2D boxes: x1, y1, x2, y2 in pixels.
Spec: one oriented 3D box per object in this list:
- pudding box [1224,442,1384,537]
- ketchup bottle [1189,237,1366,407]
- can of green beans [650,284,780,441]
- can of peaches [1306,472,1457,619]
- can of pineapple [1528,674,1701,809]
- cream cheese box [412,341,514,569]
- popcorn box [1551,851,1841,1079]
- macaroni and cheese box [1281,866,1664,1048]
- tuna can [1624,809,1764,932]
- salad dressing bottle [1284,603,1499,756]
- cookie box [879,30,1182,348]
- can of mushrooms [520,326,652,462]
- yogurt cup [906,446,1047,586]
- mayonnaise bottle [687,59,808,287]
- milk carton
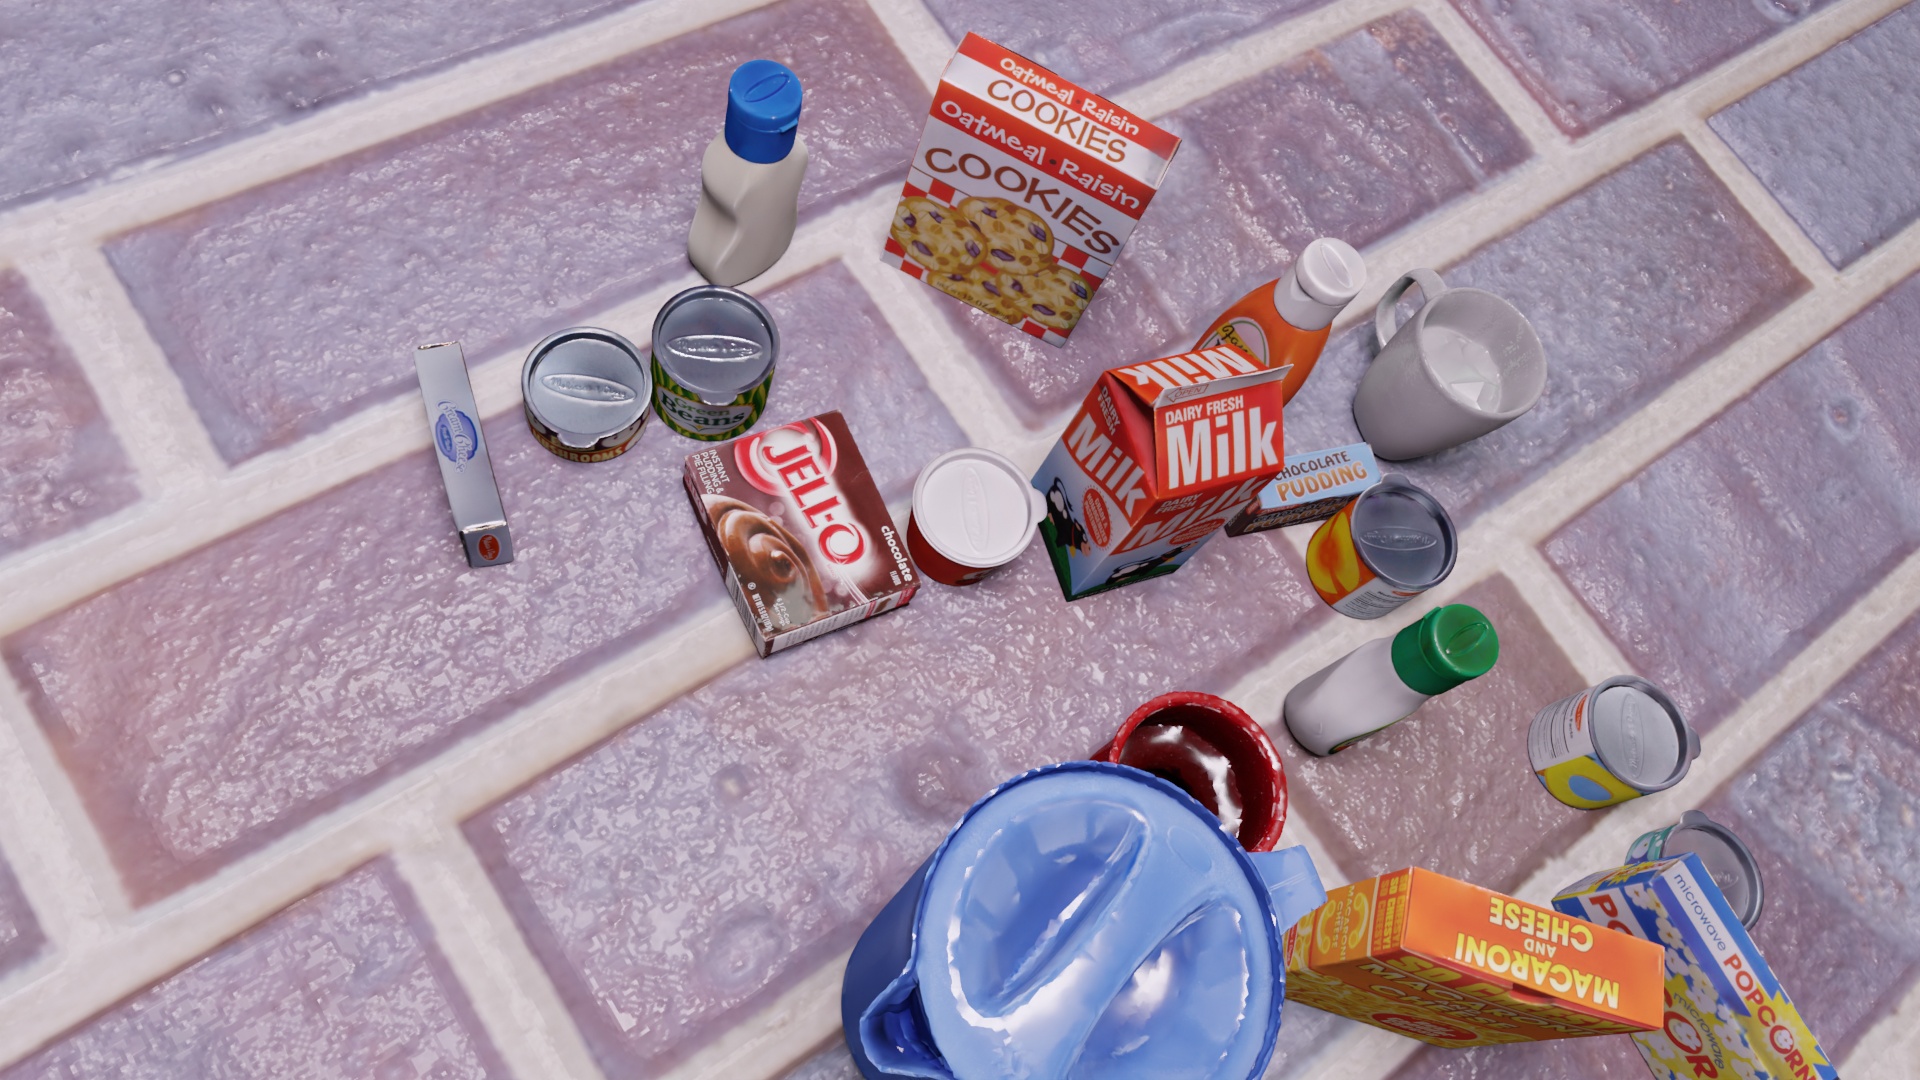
[{"bbox_3d":[0.197,-0.030,0.810,0.084,0.049,0.030,-10,71,-18],"label":"pudding box"},{"bbox_3d":[0.178,-0.116,0.786,0.044,0.148,0.065,-24,76,-22],"label":"ketchup bottle"},{"bbox_3d":[-0.133,-0.094,0.746,0.071,0.057,0.071,5,67,-13],"label":"can of green beans"},{"bbox_3d":[0.242,0.004,0.803,0.071,0.057,0.071,5,67,-13],"label":"can of peaches"},{"bbox_3d":[0.370,0.117,0.790,0.071,0.057,0.071,5,67,-13],"label":"can of pineapple"},{"bbox_3d":[-0.249,-0.042,0.696,0.024,0.053,0.104,-14,72,-19],"label":"cream cheese box"},{"bbox_3d":[0.381,0.233,0.730,0.038,0.085,0.127,-23,75,-22],"label":"popcorn box"},{"bbox_3d":[0.223,0.202,0.656,0.124,0.165,0.040,19,65,-7],"label":"macaroni and cheese box"},{"bbox_3d":[0.413,0.191,0.785,0.071,0.032,0.071,5,67,-13],"label":"tuna can"},{"bbox_3d":[0.220,0.073,0.720,0.064,0.147,0.044,-29,78,-23],"label":"salad dressing bottle"},{"bbox_3d":[0.032,-0.187,0.767,0.123,0.166,0.040,26,65,-3],"label":"cookie box"},{"bbox_3d":[-0.198,-0.075,0.735,0.071,0.033,0.071,5,67,-13],"label":"can of mushrooms"},{"bbox_3d":[0.003,-0.009,0.749,0.072,0.053,0.072,5,67,-13],"label":"yogurt cup"},{"bbox_3d":[-0.112,-0.195,0.743,0.065,0.147,0.041,-40,82,-25],"label":"mayonnaise bottle"},{"bbox_3d":[0.100,-0.039,0.711,0.072,0.189,0.073,-14,73,-19],"label":"milk carton"}]
